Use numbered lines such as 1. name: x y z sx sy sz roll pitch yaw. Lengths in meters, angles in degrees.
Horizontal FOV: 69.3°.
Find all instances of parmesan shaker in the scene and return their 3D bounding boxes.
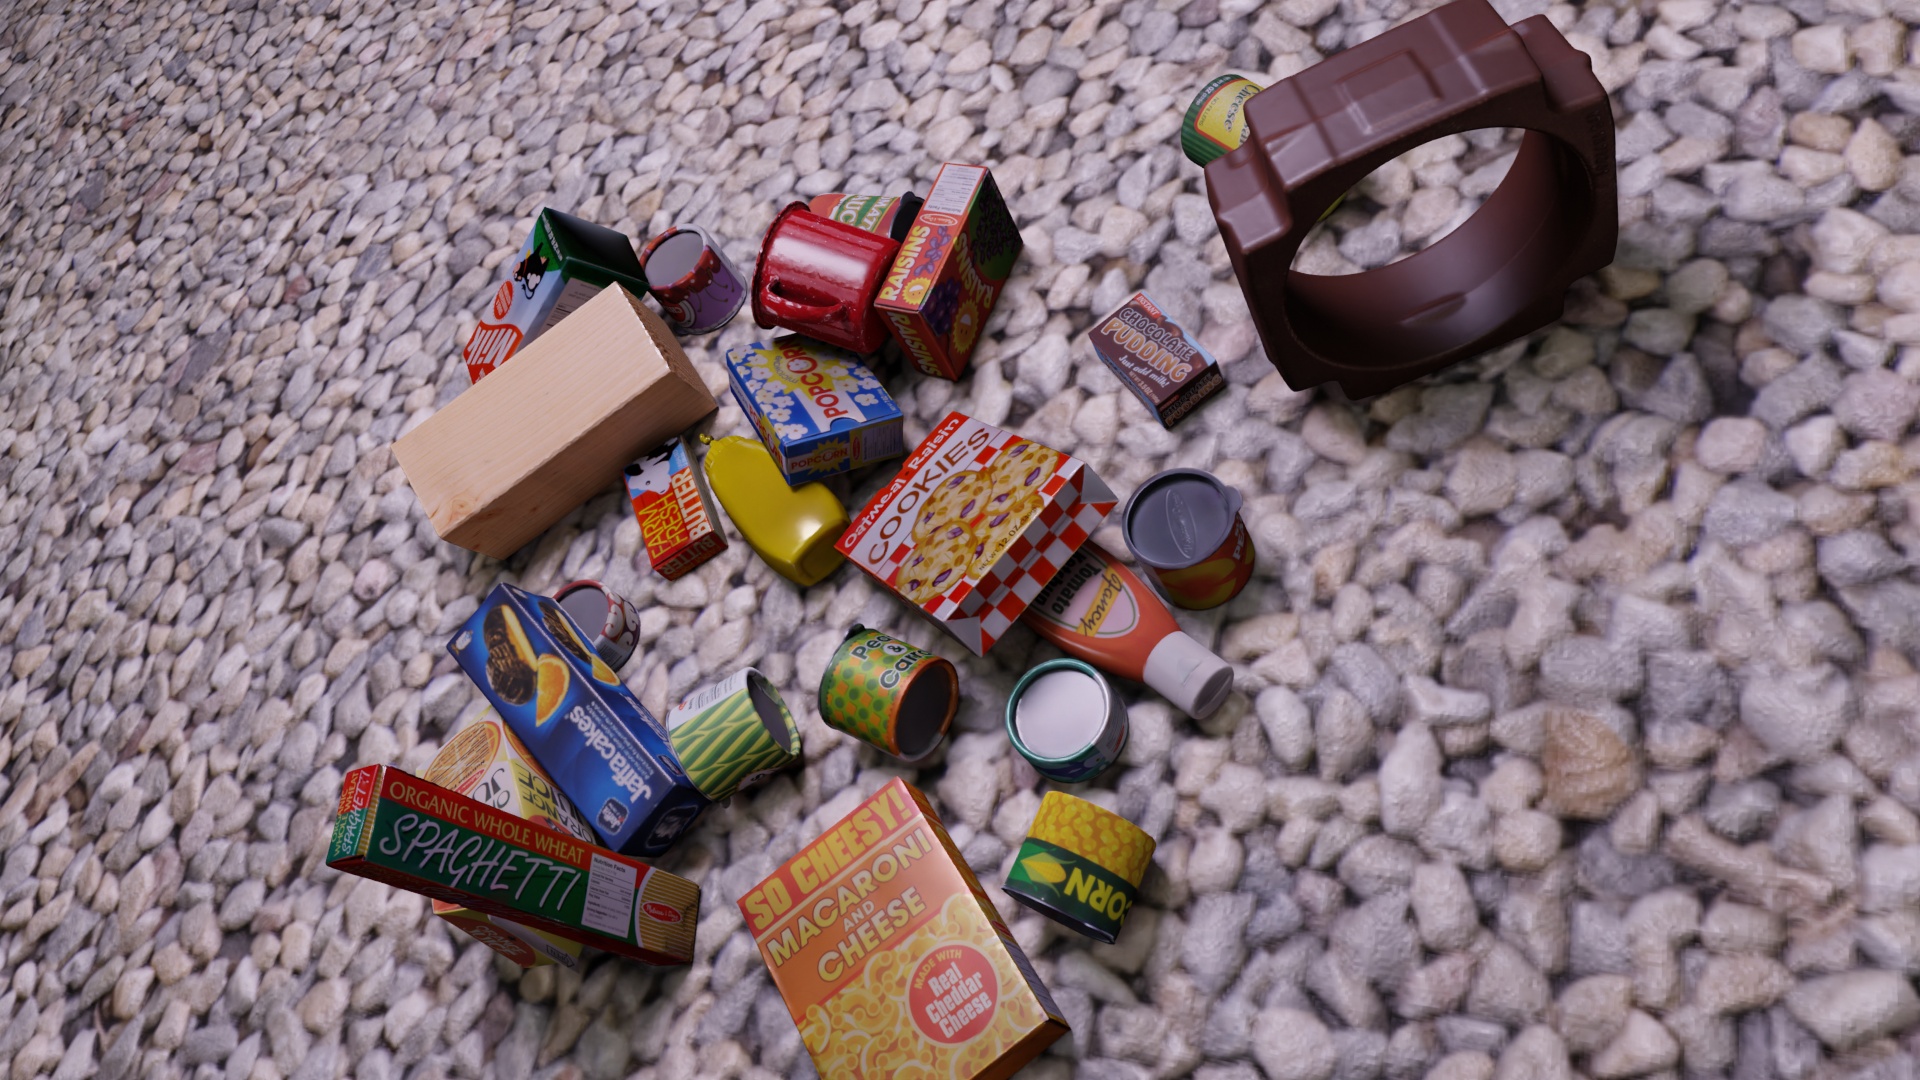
1. parmesan shaker: 0.202 -0.259 0.924 0.071 0.071 0.103 -44 53 -3

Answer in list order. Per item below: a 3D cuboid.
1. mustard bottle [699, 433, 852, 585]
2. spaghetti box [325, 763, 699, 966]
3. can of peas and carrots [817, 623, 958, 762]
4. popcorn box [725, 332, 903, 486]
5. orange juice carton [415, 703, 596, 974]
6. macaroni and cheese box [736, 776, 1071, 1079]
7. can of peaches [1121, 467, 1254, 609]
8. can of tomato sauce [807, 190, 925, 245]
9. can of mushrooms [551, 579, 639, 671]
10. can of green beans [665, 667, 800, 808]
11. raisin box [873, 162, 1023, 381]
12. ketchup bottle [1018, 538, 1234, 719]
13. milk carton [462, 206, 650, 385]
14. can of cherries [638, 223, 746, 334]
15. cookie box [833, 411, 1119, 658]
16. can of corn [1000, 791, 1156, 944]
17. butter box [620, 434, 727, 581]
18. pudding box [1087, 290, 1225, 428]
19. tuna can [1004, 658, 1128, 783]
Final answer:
1. mustard bottle: -0.136 -0.033 0.964 0.065 0.048 0.161 -40 53 -10
2. spaghetti box: -0.234 0.184 0.762 0.028 0.249 0.050 -15 57 26
3. can of peas and carrots: -0.042 0.091 0.836 0.059 0.070 0.071 19 72 32
4. popcorn box: -0.102 -0.097 0.963 0.085 0.038 0.127 -16 44 -20
5. orange juice carton: -0.276 0.188 0.855 0.073 0.071 0.193 -42 35 -1
6. macaroni and cheese box: -0.036 0.235 0.769 0.124 0.040 0.167 -38 54 1
7. can of peaches: 0.136 -0.001 0.812 0.071 0.058 0.071 -12 58 19
8. can of tomato sauce: -0.069 -0.224 1.029 0.083 0.071 0.071 10 68 30
9. can of mushrooms: -0.264 0.061 0.980 0.071 0.033 0.071 -12 59 20
10. can of green beans: -0.141 0.121 0.867 0.058 0.071 0.071 -30 54 7
11. raisin box: -0.006 -0.187 0.968 0.040 0.086 0.124 15 70 26
12. ketchup bottle: 0.092 0.049 0.813 0.149 0.043 0.065 36 81 35
13. milk carton: -0.328 -0.157 1.088 0.189 0.073 0.072 -52 49 24
14. can of cherries: -0.213 -0.204 1.093 0.071 0.058 0.072 -11 58 19
15. cookie box: 0.003 -0.011 0.854 0.123 0.040 0.167 -49 30 -7
16. can of corn: 0.065 0.174 0.739 0.071 0.071 0.058 17 70 32
17. butter box: -0.208 -0.025 1.009 0.053 0.024 0.104 -31 54 6
18. pudding box: 0.127 -0.118 0.901 0.049 0.030 0.084 -37 54 1
19. tuna can: 0.059 0.104 0.804 0.071 0.032 0.071 -11 58 19
